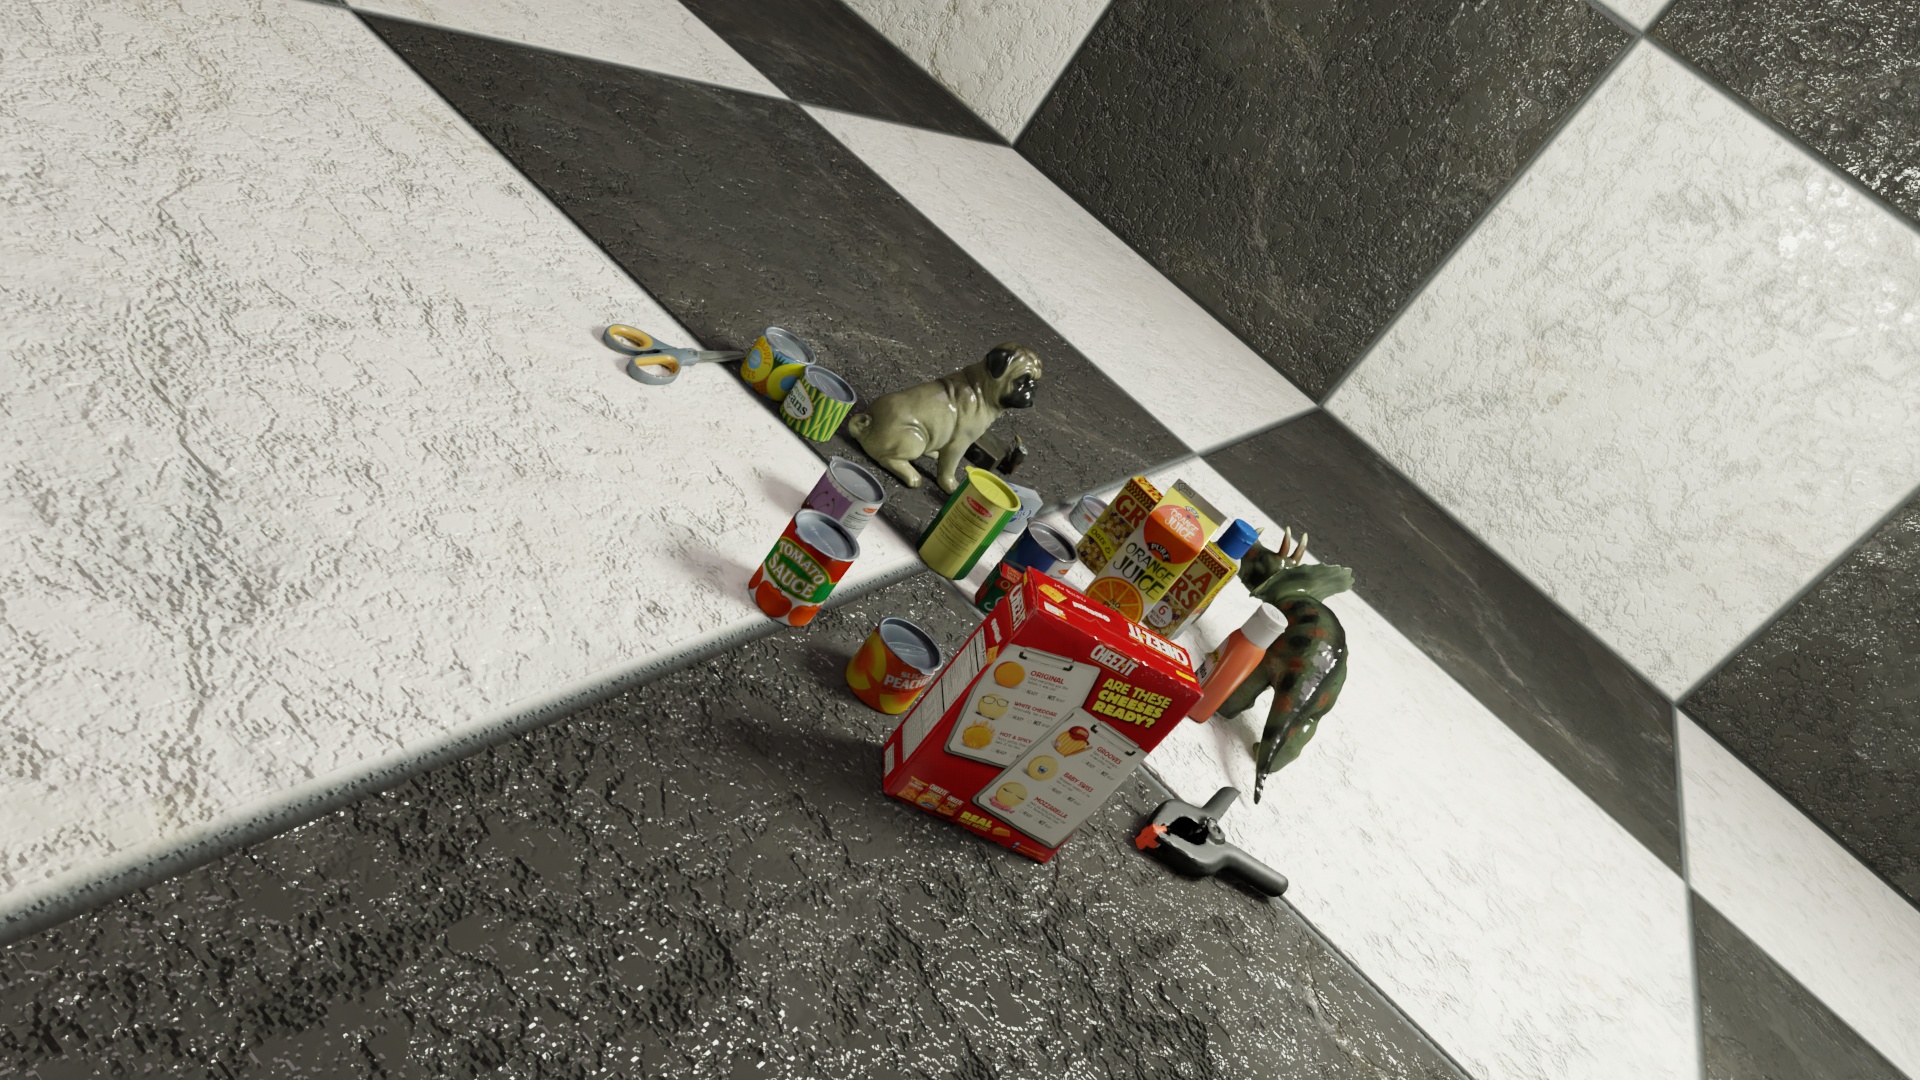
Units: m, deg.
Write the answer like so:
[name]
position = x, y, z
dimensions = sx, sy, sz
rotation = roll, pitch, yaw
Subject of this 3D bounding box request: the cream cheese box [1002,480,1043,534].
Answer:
[cream cheese box]
position = 0.042, -0.043, 1.616
dimensions = 0.104, 0.053, 0.024
rotation = 15, 32, -40

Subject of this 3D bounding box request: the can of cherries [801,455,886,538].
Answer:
[can of cherries]
position = -0.118, -0.040, 1.388
dimensions = 0.071, 0.058, 0.072
rotation = 30, 25, -16

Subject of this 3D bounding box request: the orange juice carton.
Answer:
[orange juice carton]
position = 0.214, 0.022, 1.565
dimensions = 0.072, 0.192, 0.073
rotation = 40, 24, 5

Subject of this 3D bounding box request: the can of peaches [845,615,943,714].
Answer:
[can of peaches]
position = -0.057, 0.110, 1.204
dimensions = 0.071, 0.058, 0.071
rotation = 30, 25, -16

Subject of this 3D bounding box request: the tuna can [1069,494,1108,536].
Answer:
[tuna can]
position = 0.177, -0.026, 1.794
dimensions = 0.071, 0.032, 0.071
rotation = 30, 25, -16

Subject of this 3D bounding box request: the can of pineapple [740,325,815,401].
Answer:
[can of pineapple]
position = -0.206, -0.197, 1.550
dimensions = 0.071, 0.057, 0.071
rotation = 30, 25, -16

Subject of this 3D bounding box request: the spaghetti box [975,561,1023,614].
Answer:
[spaghetti box]
position = 0.130, 0.108, 1.472
dimensions = 0.250, 0.050, 0.029
rotation = 32, 24, -12

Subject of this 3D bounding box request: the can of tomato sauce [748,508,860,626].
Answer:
[can of tomato sauce]
position = -0.138, 0.025, 1.215
dimensions = 0.071, 0.082, 0.071
rotation = 30, 25, -16

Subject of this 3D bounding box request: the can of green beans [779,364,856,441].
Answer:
[can of green beans]
position = -0.158, -0.151, 1.533
dimensions = 0.071, 0.057, 0.071
rotation = 30, 25, -16

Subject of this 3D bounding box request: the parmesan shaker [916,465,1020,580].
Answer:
[parmesan shaker]
position = 0.005, -0.018, 1.462
dimensions = 0.071, 0.102, 0.071
rotation = 30, 25, -16

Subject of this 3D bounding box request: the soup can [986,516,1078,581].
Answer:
[soup can]
position = 0.075, 0.029, 1.496
dimensions = 0.071, 0.083, 0.072
rotation = 30, 25, -16

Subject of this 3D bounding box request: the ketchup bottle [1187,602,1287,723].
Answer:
[ketchup bottle]
position = 0.302, 0.134, 1.538
dimensions = 0.043, 0.148, 0.065
rotation = 35, 24, -6

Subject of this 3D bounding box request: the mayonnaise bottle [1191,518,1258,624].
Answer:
[mayonnaise bottle]
position = 0.308, 0.038, 1.719
dimensions = 0.065, 0.147, 0.041
rotation = 20, 29, -34

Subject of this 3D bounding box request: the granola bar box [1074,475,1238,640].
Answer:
[granola bar box]
position = 0.232, 0.022, 1.673
dimensions = 0.166, 0.123, 0.039
rotation = 46, 25, 18
